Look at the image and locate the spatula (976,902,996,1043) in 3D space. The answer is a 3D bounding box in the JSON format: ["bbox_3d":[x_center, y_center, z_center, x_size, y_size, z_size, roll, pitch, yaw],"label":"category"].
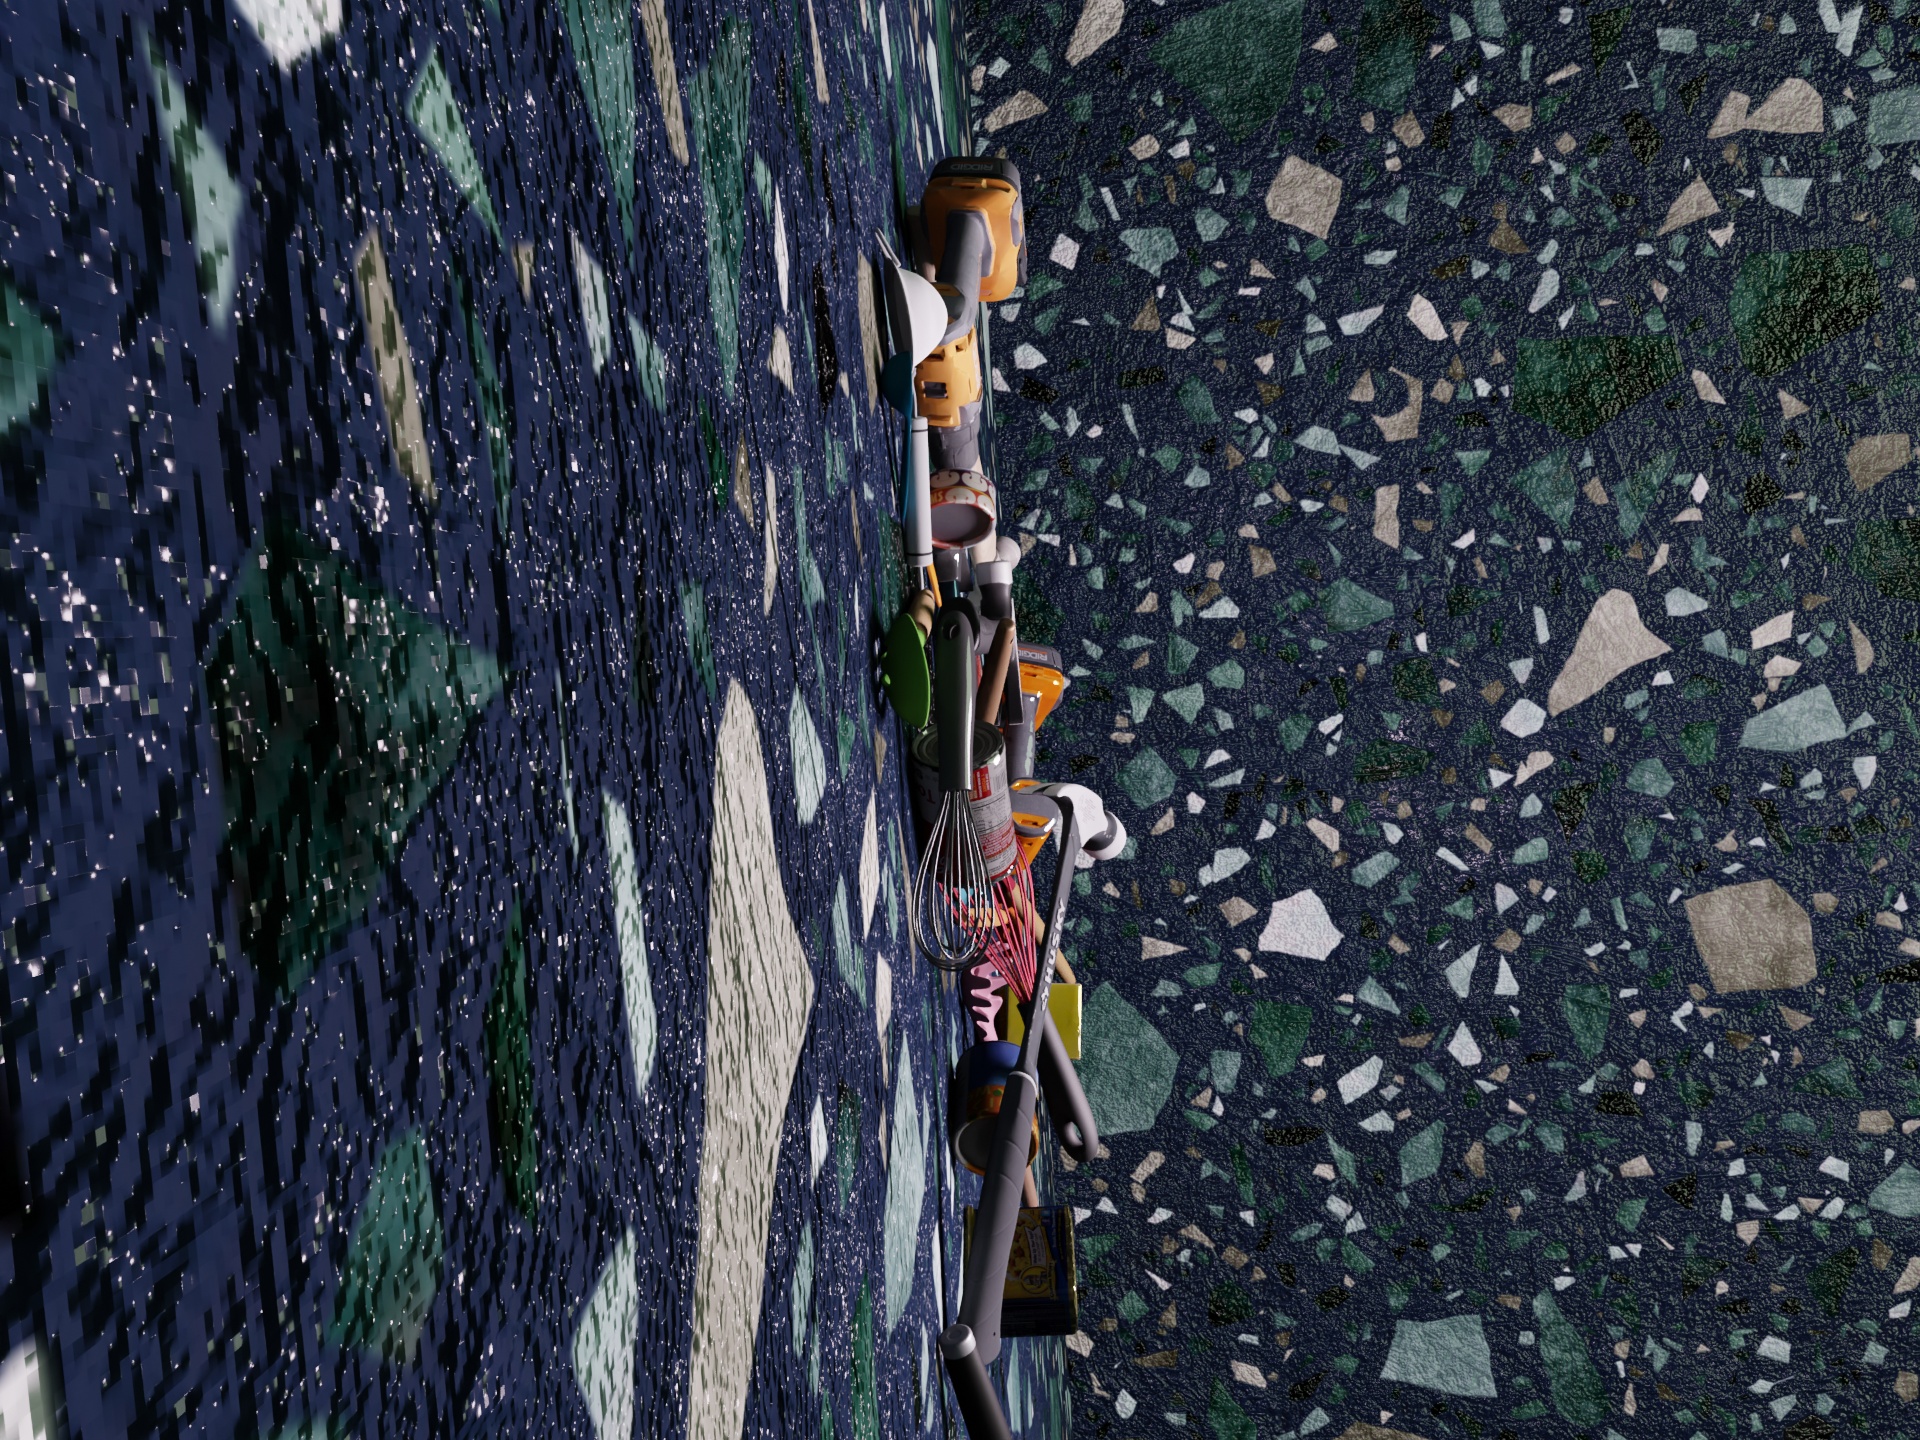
[{"bbox_3d":[0.025,0.285,1.547,0.316,0.018,0.059,-91,173,-48],"label":"spatula"}]

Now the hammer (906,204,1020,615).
[{"bbox_3d":[-0.004,-0.282,1.512,0.146,0.038,0.410,-66,152,-48],"label":"hammer"}]

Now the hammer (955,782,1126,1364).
[{"bbox_3d":[0.047,0.236,1.114,0.149,0.036,0.409,46,52,-57],"label":"hammer"}]

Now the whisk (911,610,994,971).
[{"bbox_3d":[-0.006,0.045,1.048,0.055,0.055,0.239,62,27,-80],"label":"whisk"}]

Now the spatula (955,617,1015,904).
[{"bbox_3d":[0.021,0.030,1.232,0.082,0.044,0.317,-57,167,-36],"label":"spatula"}]

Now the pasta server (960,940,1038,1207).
[{"bbox_3d":[0.044,0.332,1.428,0.060,0.040,0.316,-58,140,-55],"label":"pasta server"}]

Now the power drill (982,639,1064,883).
[{"bbox_3d":[0.049,0.051,1.617,0.164,0.084,0.227,116,-20,-55],"label":"power drill"}]

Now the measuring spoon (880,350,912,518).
[{"bbox_3d":[-0.046,-0.197,1.111,0.042,0.021,0.128,-99,-170,-51],"label":"measuring spoon"}]

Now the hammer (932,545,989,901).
[{"bbox_3d":[-0.002,-0.004,1.369,0.128,0.033,0.331,-35,121,-84],"label":"hammer"}]

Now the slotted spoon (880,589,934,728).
[{"bbox_3d":[-0.030,-0.057,1.077,0.314,0.031,0.070,-85,171,-76],"label":"slotted spoon"}]

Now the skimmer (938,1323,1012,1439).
[{"bbox_3d":[0.016,0.562,1.056,0.127,0.090,0.363,-74,149,-72],"label":"skimmer"}]

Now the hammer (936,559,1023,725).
[{"bbox_3d":[0.018,-0.062,1.274,0.335,0.035,0.146,-21,107,-83],"label":"hammer"}]

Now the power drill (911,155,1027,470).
[{"bbox_3d":[0.002,-0.333,1.329,0.185,0.084,0.226,79,19,-56],"label":"power drill"}]

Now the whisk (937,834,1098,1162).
[{"bbox_3d":[0.047,0.195,1.211,0.073,0.073,0.296,11,59,-86],"label":"whisk"}]

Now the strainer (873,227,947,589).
[{"bbox_3d":[-0.032,-0.222,1.151,0.087,0.050,0.258,-129,-144,-71],"label":"strainer"}]

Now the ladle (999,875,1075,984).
[{"bbox_3d":[0.056,0.171,1.527,0.069,0.031,0.315,-107,170,-45],"label":"ladle"}]

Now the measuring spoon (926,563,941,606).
[{"bbox_3d":[-0.026,-0.142,1.202,0.021,0.011,0.117,57,19,-80],"label":"measuring spoon"}]

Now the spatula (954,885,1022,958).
[{"bbox_3d":[0.025,0.190,1.514,0.322,0.041,0.081,31,45,-76],"label":"spatula"}]
